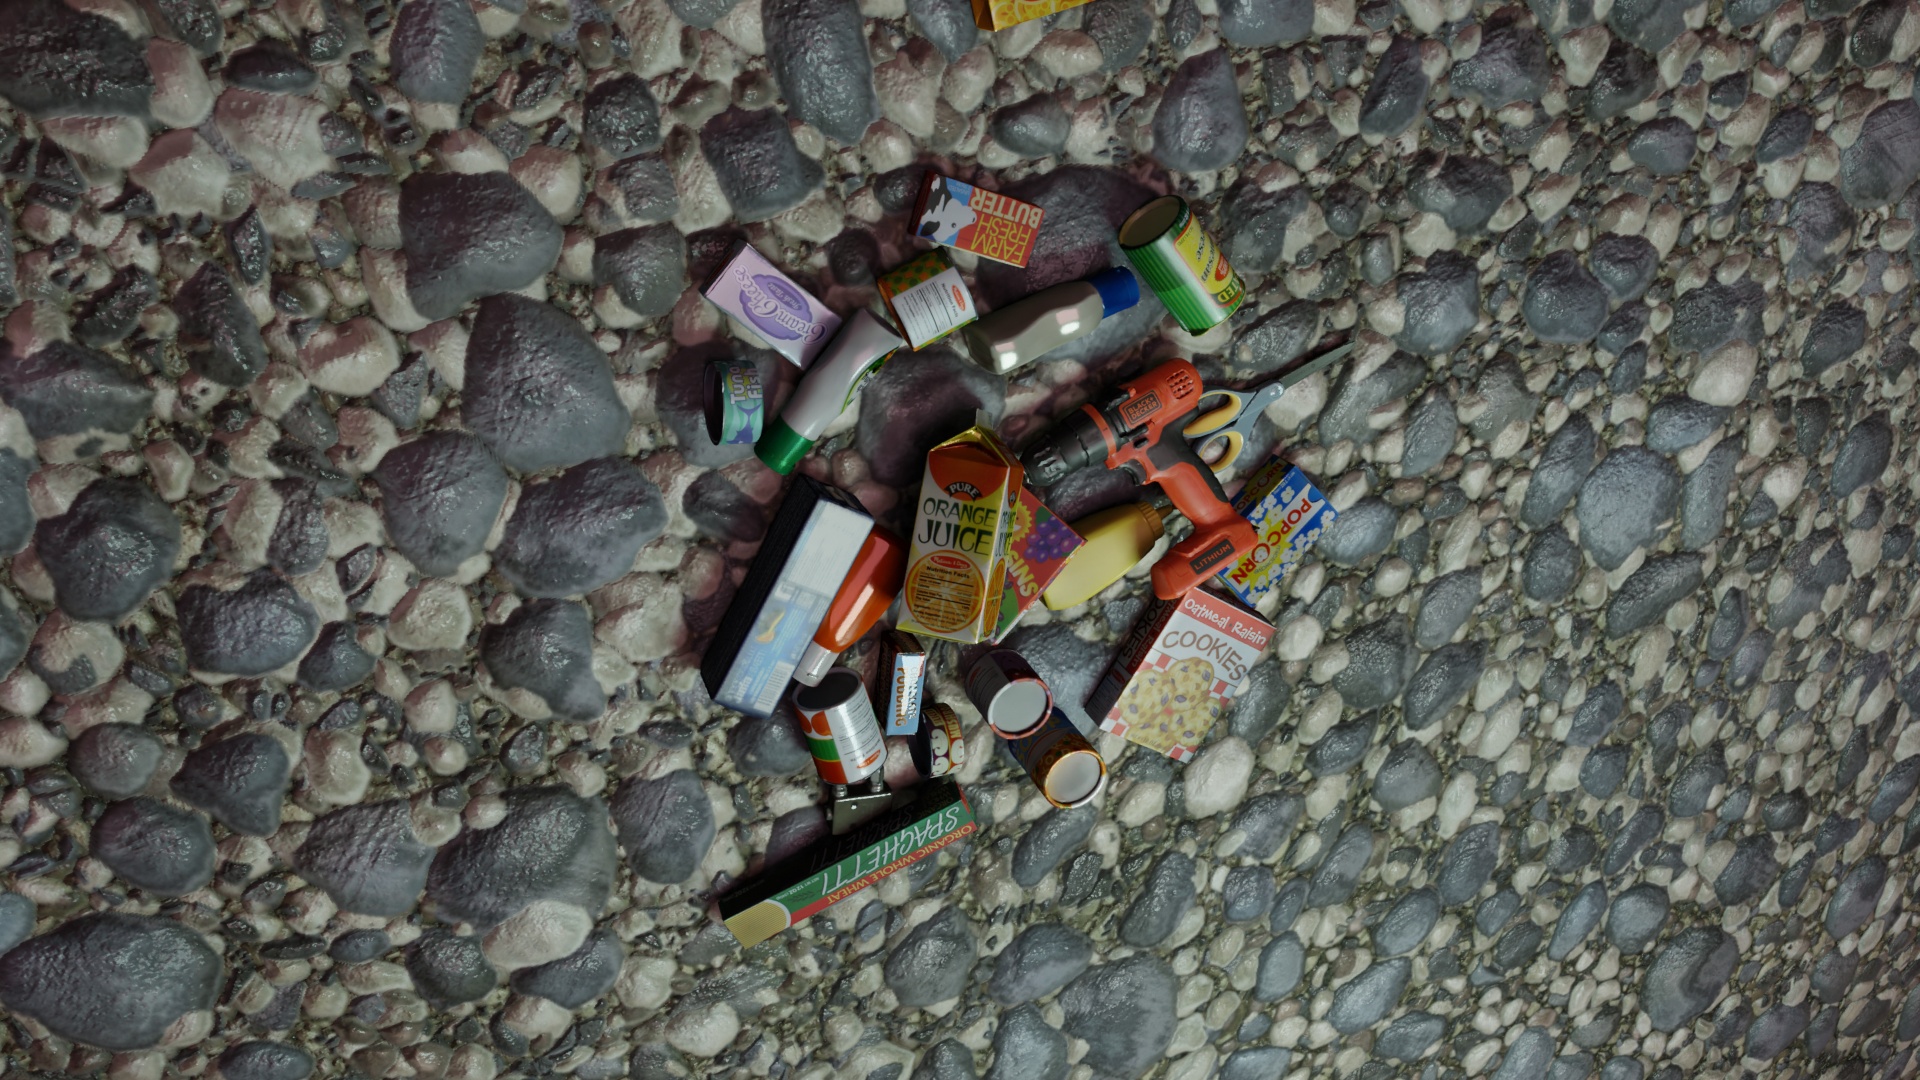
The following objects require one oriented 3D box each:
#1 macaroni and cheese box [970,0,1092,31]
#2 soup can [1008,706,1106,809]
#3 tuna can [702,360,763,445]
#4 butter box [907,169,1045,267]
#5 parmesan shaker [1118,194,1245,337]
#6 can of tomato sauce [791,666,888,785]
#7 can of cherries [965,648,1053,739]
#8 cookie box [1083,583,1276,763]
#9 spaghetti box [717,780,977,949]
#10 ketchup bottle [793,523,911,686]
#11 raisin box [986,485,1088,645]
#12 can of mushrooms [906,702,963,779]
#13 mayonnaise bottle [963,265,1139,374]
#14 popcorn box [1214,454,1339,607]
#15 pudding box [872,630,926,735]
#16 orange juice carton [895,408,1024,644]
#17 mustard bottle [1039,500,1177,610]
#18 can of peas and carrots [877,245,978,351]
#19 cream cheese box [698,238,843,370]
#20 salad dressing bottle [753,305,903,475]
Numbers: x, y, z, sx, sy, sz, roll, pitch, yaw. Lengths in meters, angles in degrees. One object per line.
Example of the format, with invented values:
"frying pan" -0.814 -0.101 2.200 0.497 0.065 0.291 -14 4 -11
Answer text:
"macaroni and cheese box" 0.081 -0.471 1.051 0.167 0.040 0.123 -22 120 -13
"soup can" 0.090 0.205 1.325 0.071 0.084 0.071 -9 115 -19
"tuna can" -0.177 -0.109 1.080 0.033 0.071 0.070 -5 114 -23
"butter box" 0.013 -0.259 1.123 0.103 0.024 0.053 10 108 -26
"parmesan shaker" 0.188 -0.234 1.183 0.071 0.071 0.103 -45 122 0
"can of tomato sauce" -0.109 0.163 1.233 0.071 0.071 0.082 -23 119 -13
"can of cherries" 0.048 0.143 1.294 0.071 0.058 0.071 -9 115 -19
"cookie box" 0.217 0.126 1.372 0.123 0.040 0.167 25 101 -30
"spaghetti box" -0.103 0.302 1.295 0.250 0.029 0.050 -27 128 -2
"ketchup bottle" -0.099 0.057 1.202 0.064 0.043 0.148 29 99 -35
"raisin box" 0.040 0.019 1.224 0.086 0.040 0.123 41 93 9
"can of mushrooms" -0.024 0.182 1.275 0.033 0.071 0.070 -9 115 -20
"mayonnaise bottle" 0.079 -0.187 1.164 0.148 0.065 0.041 -25 123 -16
"popcorn box" 0.294 -0.008 1.347 0.126 0.038 0.085 -47 121 2
"pudding box" -0.055 0.128 1.248 0.030 0.050 0.083 0 112 -22
"orange juice carton" 0.004 -0.015 1.168 0.073 0.072 0.192 11 92 12
"mustard bottle" 0.136 0.004 1.277 0.160 0.049 0.065 -29 116 -10
"can of peas and carrots" -0.027 -0.193 1.110 0.059 0.071 0.070 -28 121 -4
"cream cheese box" -0.147 -0.184 1.087 0.103 0.024 0.053 36 96 -31
"salad dressing bottle" -0.108 -0.118 1.114 0.044 0.064 0.147 40 103 -5
